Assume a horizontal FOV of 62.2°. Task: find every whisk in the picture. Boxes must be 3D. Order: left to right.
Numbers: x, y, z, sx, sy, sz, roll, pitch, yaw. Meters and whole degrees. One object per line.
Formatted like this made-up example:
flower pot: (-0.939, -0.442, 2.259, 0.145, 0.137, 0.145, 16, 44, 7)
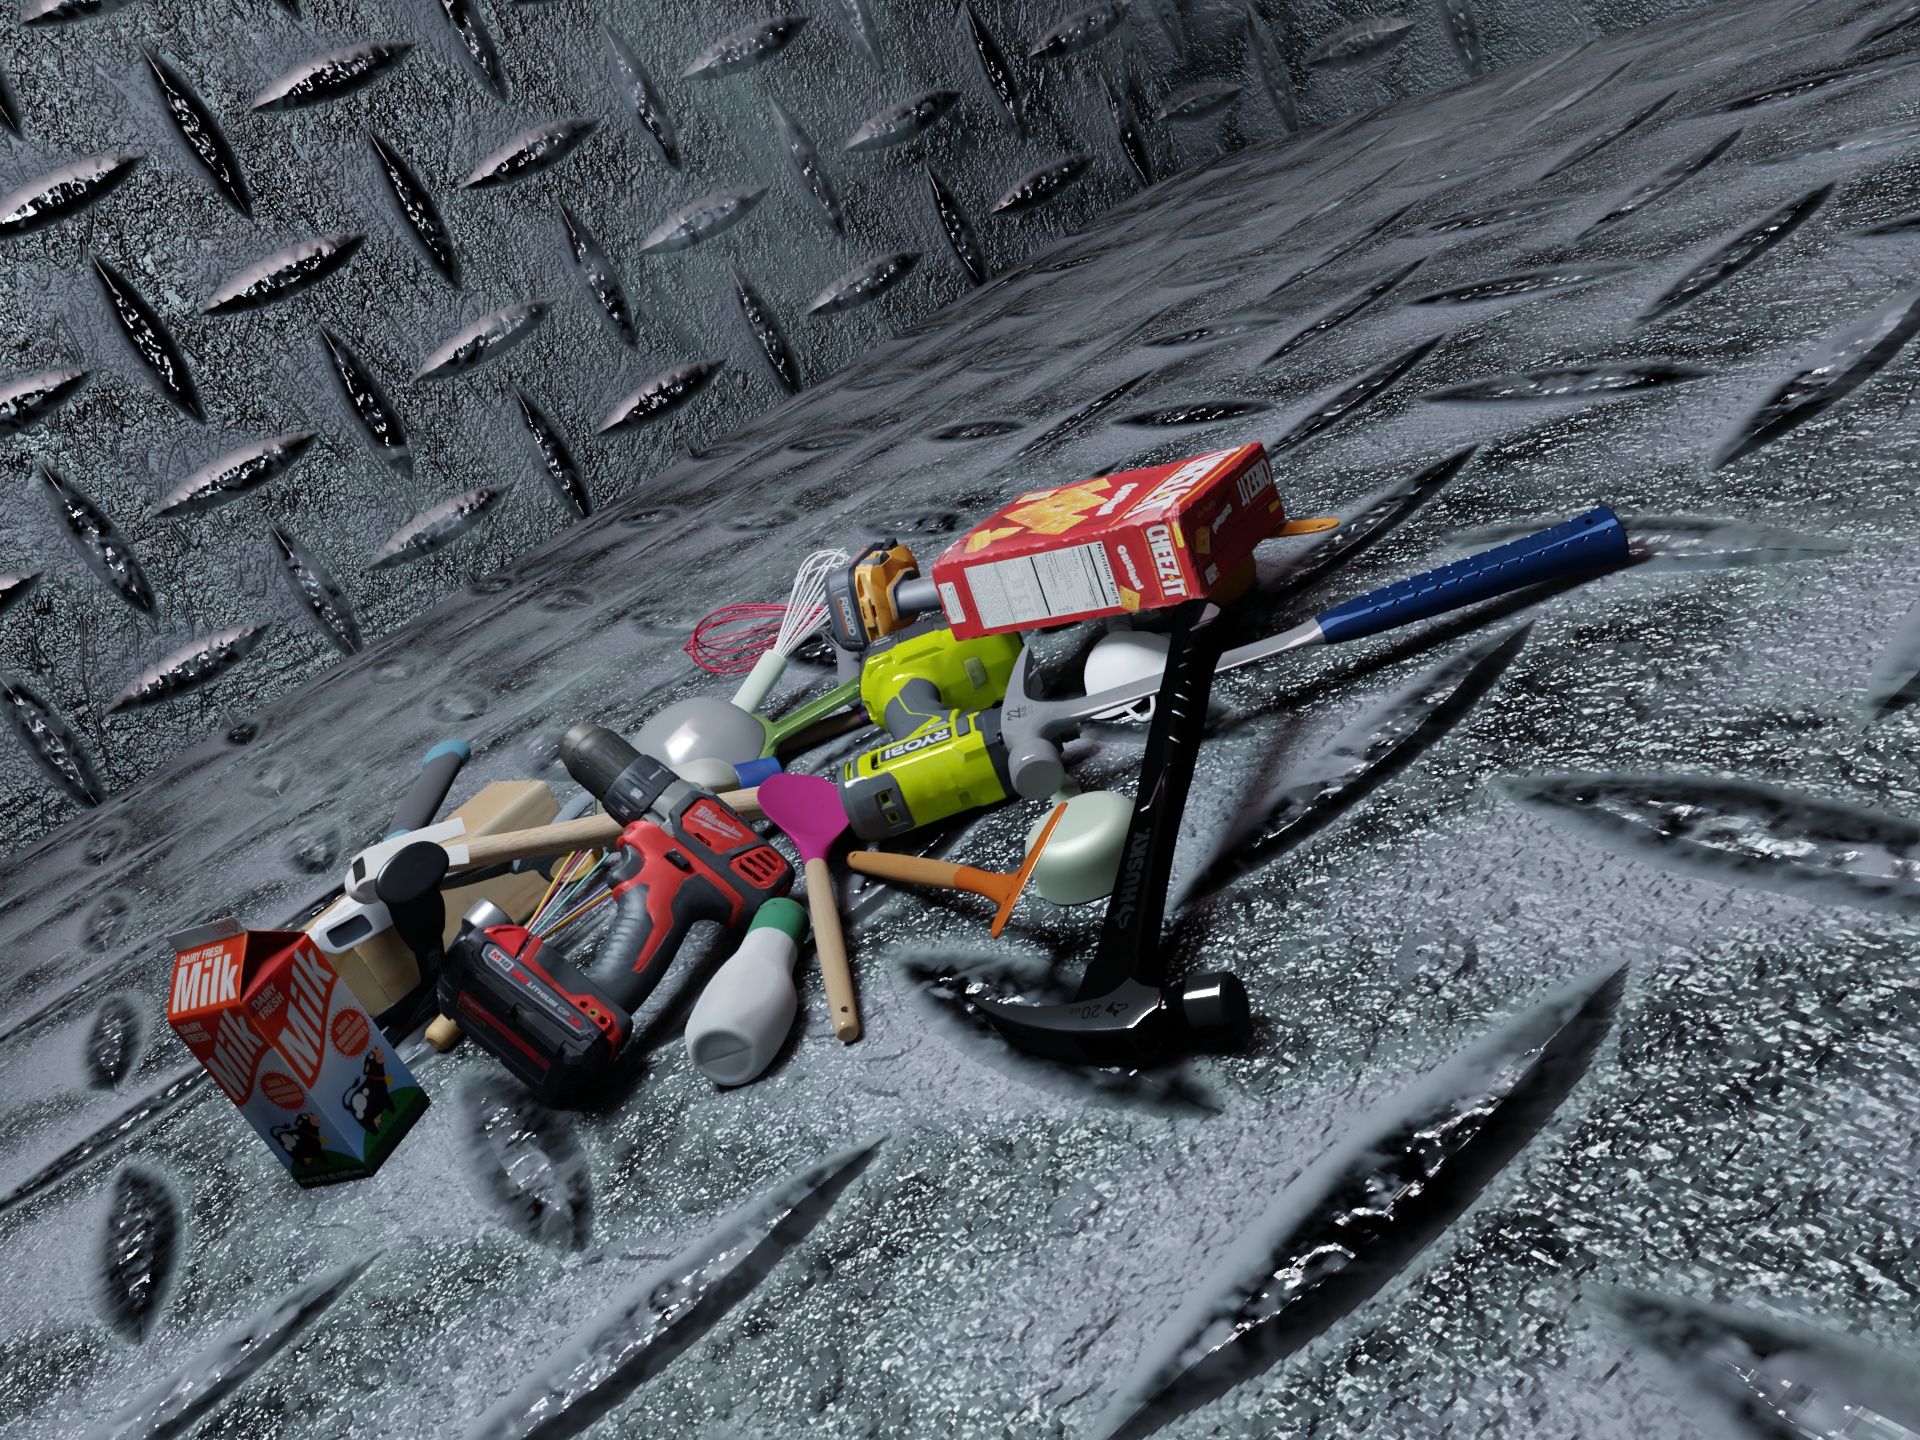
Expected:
whisk: (-0.321, 0.161, 1.228, 0.051, 0.047, 0.245, -23, 22, 46)
whisk: (-0.168, -0.064, 1.484, 0.246, 0.058, 0.059, -59, -5, -21)
whisk: (-0.152, -0.104, 1.626, 0.296, 0.073, 0.073, -13, 24, 18)
whisk: (-0.102, -0.062, 1.479, 0.055, 0.055, 0.239, -26, 24, 4)

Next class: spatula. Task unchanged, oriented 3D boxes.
spatula: (-0.107, 0.004, 1.362, 0.316, 0.018, 0.060, -19, 11, 20)
spatula: (-0.014, 0.089, 0.960, 0.081, 0.041, 0.323, -61, 21, -14)

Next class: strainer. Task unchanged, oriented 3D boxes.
strainer: (-0.189, 0.003, 1.348, 0.256, 0.069, 0.152, -29, 30, 10)
strainer: (0.121, -0.063, 1.220, 0.087, 0.050, 0.259, -37, 14, 15)

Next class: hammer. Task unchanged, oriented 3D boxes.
hammer: (-0.456, 0.093, 1.300, 0.128, 0.033, 0.331, -25, 22, 6)
hammer: (-0.360, 0.147, 1.059, 0.149, 0.036, 0.409, -49, 0, -23)
hammer: (-0.269, 0.081, 1.161, 0.331, 0.031, 0.130, -9, -10, -31)
hammer: (0.106, 0.047, 0.885, 0.146, 0.035, 0.335, -16, 36, 31)
hammer: (0.218, -0.058, 1.023, 0.405, 0.035, 0.144, -18, 30, 6)

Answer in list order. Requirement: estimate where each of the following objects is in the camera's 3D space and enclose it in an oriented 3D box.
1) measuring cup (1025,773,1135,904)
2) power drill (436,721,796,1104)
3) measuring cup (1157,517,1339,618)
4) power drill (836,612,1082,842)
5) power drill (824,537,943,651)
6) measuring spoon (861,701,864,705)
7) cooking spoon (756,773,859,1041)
measuring cup: (0.069, 0.056, 0.993, 0.083, 0.038, 0.168, -26, 23, 3)
power drill: (-0.239, 0.115, 1.045, 0.227, 0.188, 0.080, -48, -5, -39)
measuring cup: (0.218, -0.119, 1.214, 0.174, 0.052, 0.095, -5, 30, 42)
power drill: (-0.002, -0.004, 1.179, 0.171, 0.080, 0.223, -20, 25, 6)
power drill: (0.012, -0.132, 1.432, 0.226, 0.084, 0.185, -7, 19, 19)
measuring spoon: (-0.065, -0.041, 1.386, 0.042, 0.021, 0.129, -18, 13, 20)
cooking spoon: (-0.093, 0.110, 1.045, 0.068, 0.017, 0.319, 5, 24, -13)
